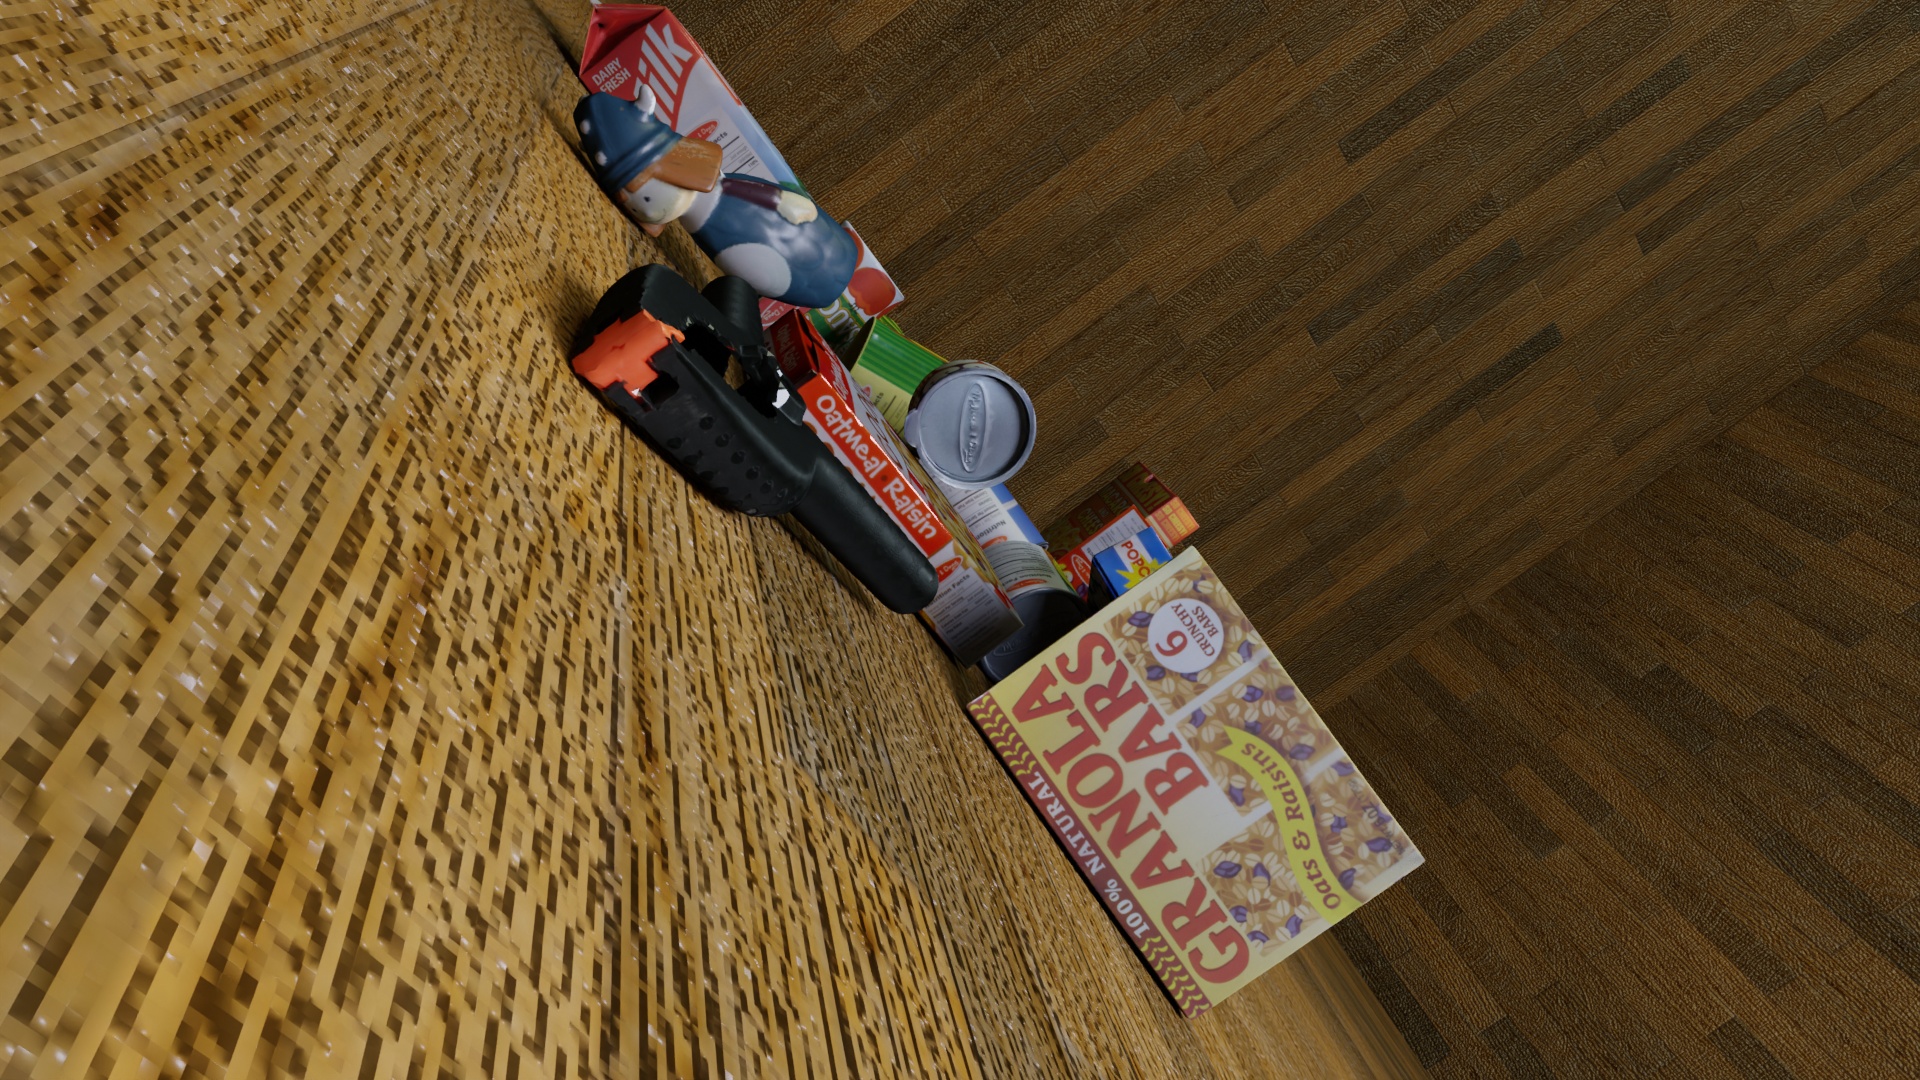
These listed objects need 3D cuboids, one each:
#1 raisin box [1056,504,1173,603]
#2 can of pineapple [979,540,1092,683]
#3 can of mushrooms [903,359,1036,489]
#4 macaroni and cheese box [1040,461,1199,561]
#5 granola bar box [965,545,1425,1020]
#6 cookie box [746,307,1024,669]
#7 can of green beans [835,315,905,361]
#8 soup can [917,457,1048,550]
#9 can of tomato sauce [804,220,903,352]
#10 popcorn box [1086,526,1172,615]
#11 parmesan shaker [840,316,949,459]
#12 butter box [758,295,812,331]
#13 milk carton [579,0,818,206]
[{"bbox_3d":[0.077,0.038,0.874,0.040,0.123,0.086,55,4,19],"label":"raisin box"},{"bbox_3d":[0.034,0.043,0.772,0.071,0.071,0.058,51,5,-32],"label":"can of pineapple"},{"bbox_3d":[0.003,-0.063,0.747,0.071,0.071,0.033,52,2,-19],"label":"can of mushrooms"},{"bbox_3d":[0.114,0.007,1.206,0.040,0.166,0.124,52,4,-18],"label":"macaroni and cheese box"},{"bbox_3d":[0.101,0.104,0.613,0.165,0.124,0.039,54,4,6],"label":"granola bar box"},{"bbox_3d":[-0.041,-0.030,0.697,0.167,0.040,0.123,51,5,-24],"label":"cookie box"},{"bbox_3d":[-0.065,-0.131,1.046,0.071,0.071,0.058,51,5,-38],"label":"can of green beans"},{"bbox_3d":[0.003,-0.011,0.848,0.084,0.071,0.071,54,4,11],"label":"soup can"},{"bbox_3d":[-0.089,-0.162,0.926,0.071,0.083,0.071,53,4,-5],"label":"can of tomato sauce"},{"bbox_3d":[0.104,0.057,0.748,0.085,0.038,0.126,59,-10,21],"label":"popcorn box"},{"bbox_3d":[-0.030,-0.090,0.900,0.103,0.071,0.071,29,11,-15],"label":"parmesan shaker"},{"bbox_3d":[-0.109,-0.152,0.843,0.024,0.053,0.104,54,4,-21],"label":"butter box"},{"bbox_3d":[-0.179,-0.275,0.907,0.190,0.073,0.072,53,4,-7],"label":"milk carton"}]
